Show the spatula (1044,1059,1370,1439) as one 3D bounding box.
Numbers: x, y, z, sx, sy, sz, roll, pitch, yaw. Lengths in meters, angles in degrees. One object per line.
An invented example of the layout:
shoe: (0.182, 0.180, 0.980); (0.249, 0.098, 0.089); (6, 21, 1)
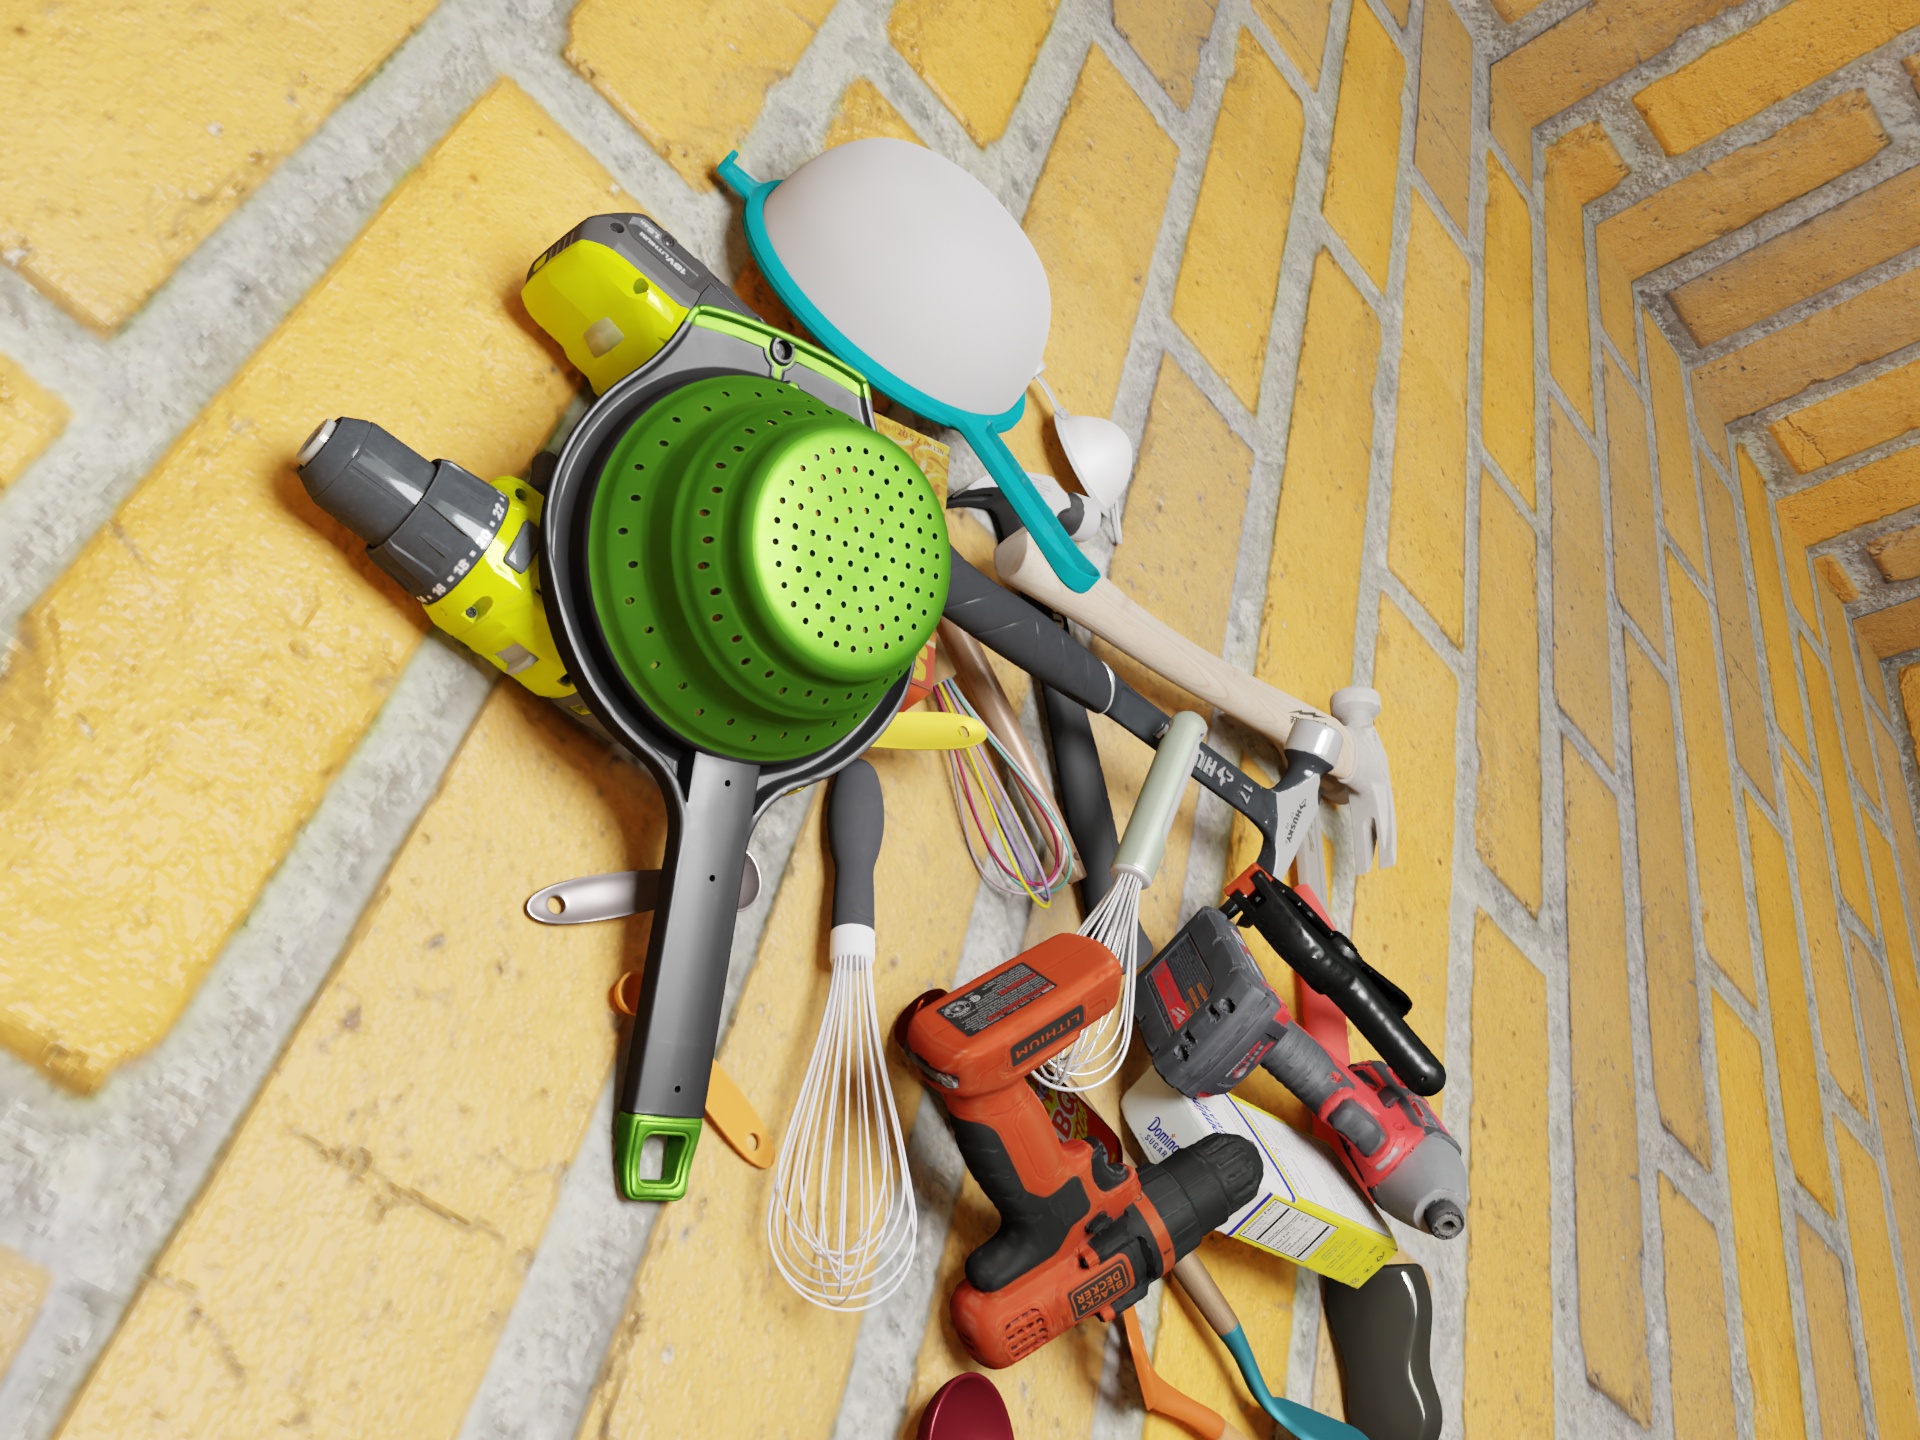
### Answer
spatula: (0.147, 0.318, 0.909); (0.317, 0.044, 0.082); (56, -5, -5)

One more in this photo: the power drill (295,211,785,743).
power drill: (-0.182, -0.127, 0.742); (0.190, 0.080, 0.229); (40, 50, -30)

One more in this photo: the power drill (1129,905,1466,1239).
power drill: (0.211, 0.219, 0.950); (0.219, 0.078, 0.143); (38, 11, -16)

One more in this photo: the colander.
colander: (-0.083, 0.010, 0.687); (0.204, 0.094, 0.397); (16, 78, -39)

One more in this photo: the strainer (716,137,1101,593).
strainer: (0.011, -0.228, 0.927); (0.211, 0.095, 0.341); (2, 50, -50)

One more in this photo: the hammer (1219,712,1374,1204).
hammer: (0.248, 0.164, 1.121); (0.149, 0.036, 0.359); (28, 51, -37)

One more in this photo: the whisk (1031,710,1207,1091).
whisk: (0.092, 0.093, 0.876); (0.059, 0.057, 0.246); (19, 59, 11)

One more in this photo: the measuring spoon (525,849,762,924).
measuring spoon: (-0.146, 0.079, 0.732); (0.124, 0.018, 0.034); (-4, 74, -43)

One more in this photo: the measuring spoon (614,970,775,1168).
measuring spoon: (-0.120, 0.160, 0.720); (0.116, 0.011, 0.021); (56, 39, -17)

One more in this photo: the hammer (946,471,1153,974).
hammer: (0.064, -0.003, 0.999); (0.146, 0.035, 0.335); (8, 65, -48)

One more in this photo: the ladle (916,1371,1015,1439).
ladle: (0.070, 0.433, 0.780); (0.315, 0.031, 0.069); (53, 42, -18)

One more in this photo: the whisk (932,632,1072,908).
whisk: (-0.002, -0.003, 0.917); (0.047, 0.051, 0.245); (-23, 86, -46)

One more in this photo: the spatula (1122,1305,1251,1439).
spatula: (0.163, 0.404, 0.890); (0.322, 0.041, 0.081); (47, 15, -24)

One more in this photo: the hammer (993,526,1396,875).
hammer: (0.173, -0.019, 1.076); (0.410, 0.038, 0.146); (26, 53, -39)

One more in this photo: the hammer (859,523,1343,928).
hammer: (0.091, -0.006, 0.935); (0.408, 0.036, 0.149); (32, 75, -39)

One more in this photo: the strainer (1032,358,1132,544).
strainer: (0.056, -0.240, 1.112); (0.258, 0.050, 0.087); (53, 22, -10)

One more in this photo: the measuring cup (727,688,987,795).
measuring cup: (-0.055, 0.011, 0.834); (0.156, 0.029, 0.062); (0, 66, -37)

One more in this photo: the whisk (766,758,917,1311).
whisk: (-0.052, 0.140, 0.774); (0.070, 0.070, 0.285); (30, 46, -37)

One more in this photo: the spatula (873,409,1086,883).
spatula: (0.001, -0.047, 0.953); (0.060, 0.018, 0.316); (-19, 82, -50)
